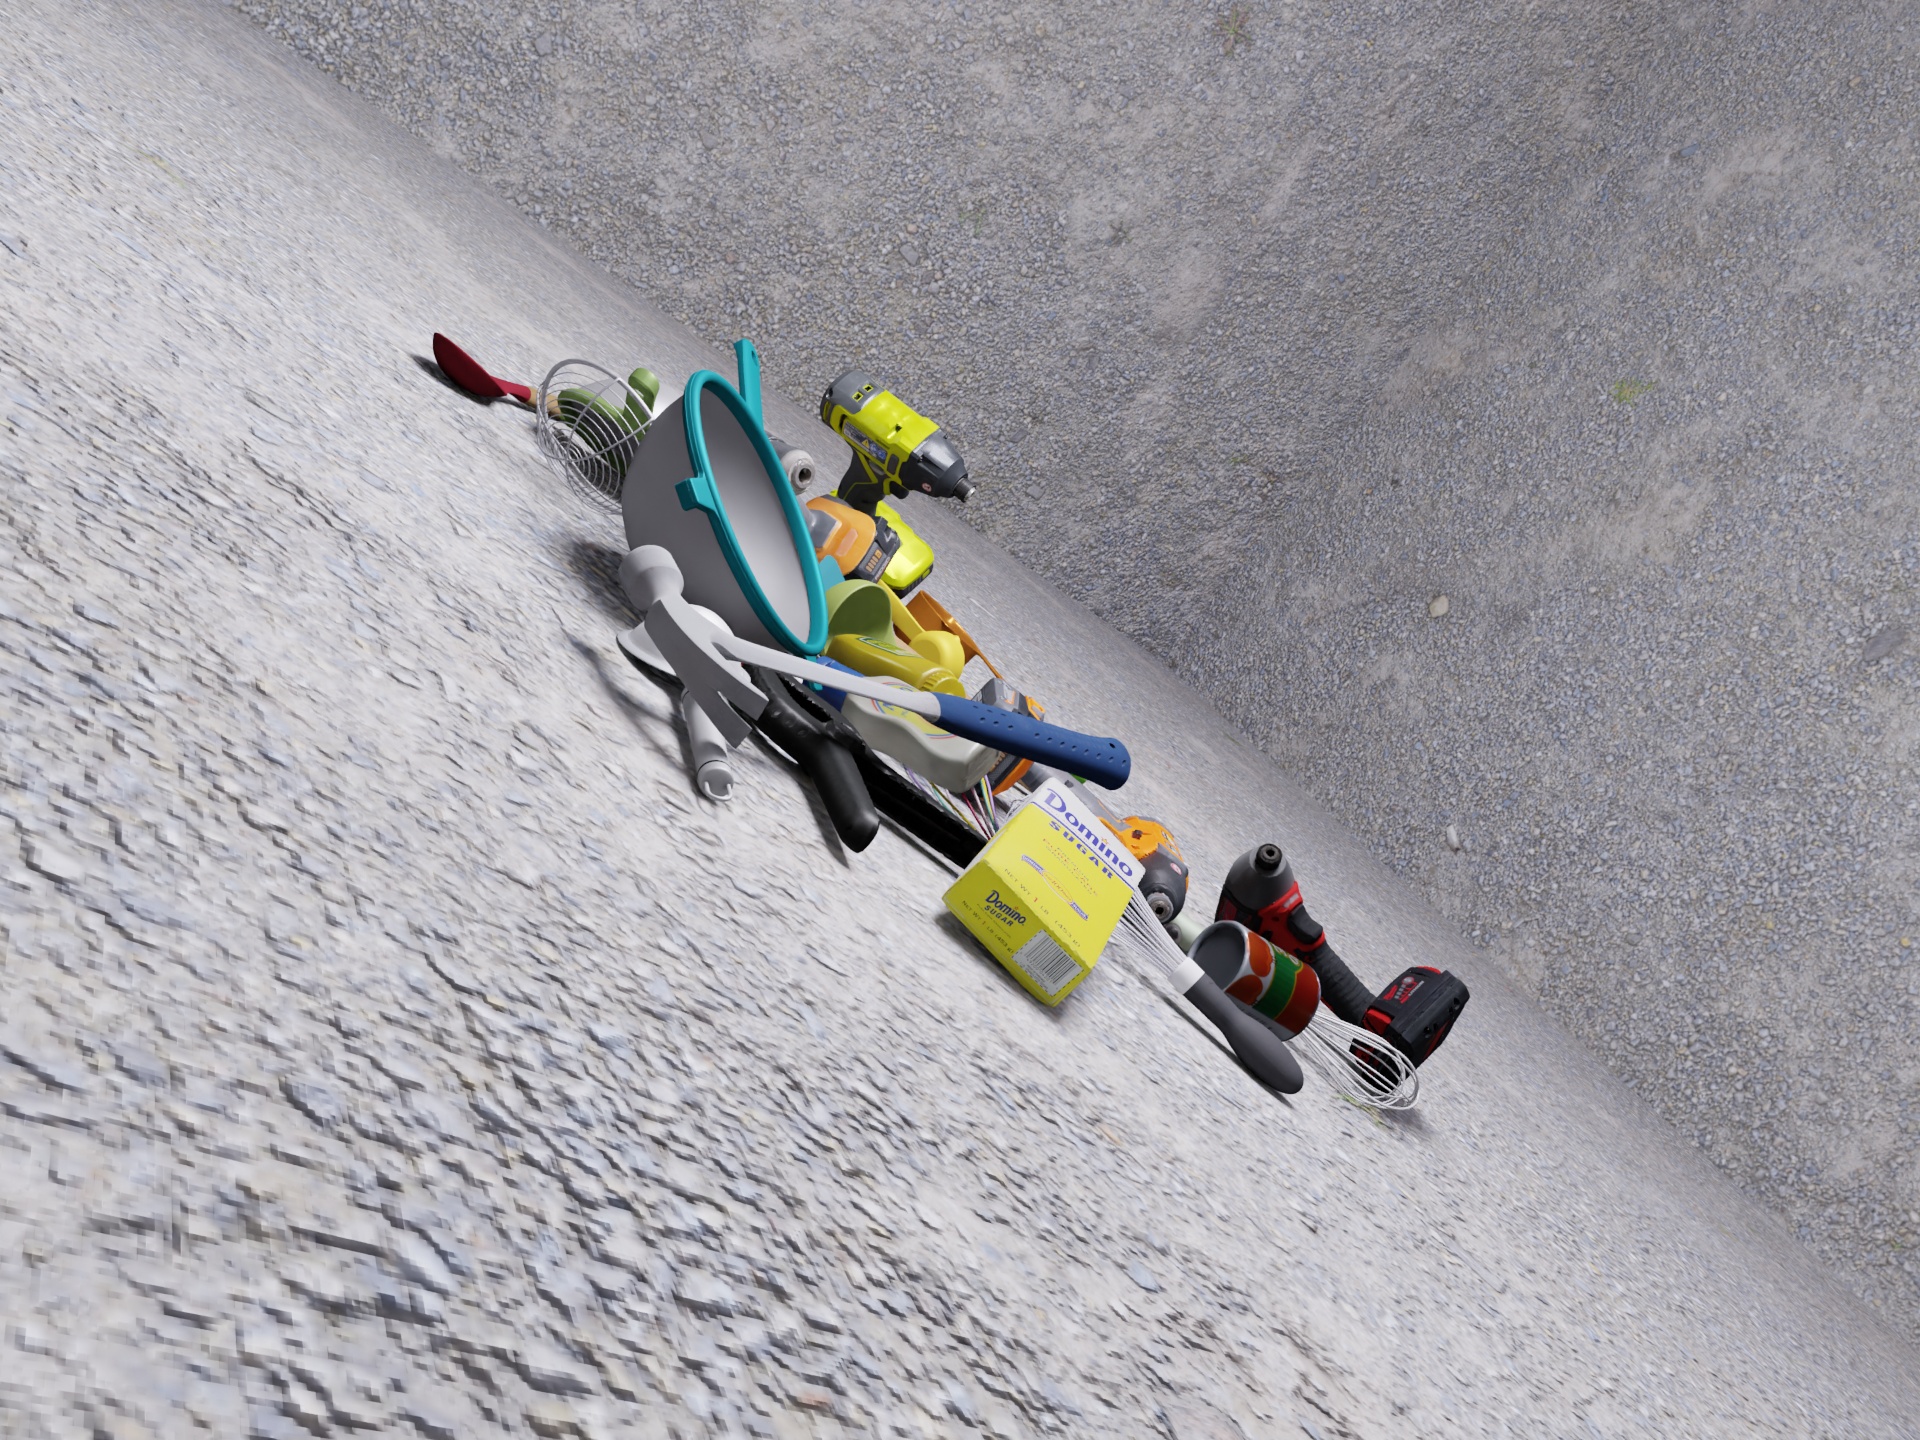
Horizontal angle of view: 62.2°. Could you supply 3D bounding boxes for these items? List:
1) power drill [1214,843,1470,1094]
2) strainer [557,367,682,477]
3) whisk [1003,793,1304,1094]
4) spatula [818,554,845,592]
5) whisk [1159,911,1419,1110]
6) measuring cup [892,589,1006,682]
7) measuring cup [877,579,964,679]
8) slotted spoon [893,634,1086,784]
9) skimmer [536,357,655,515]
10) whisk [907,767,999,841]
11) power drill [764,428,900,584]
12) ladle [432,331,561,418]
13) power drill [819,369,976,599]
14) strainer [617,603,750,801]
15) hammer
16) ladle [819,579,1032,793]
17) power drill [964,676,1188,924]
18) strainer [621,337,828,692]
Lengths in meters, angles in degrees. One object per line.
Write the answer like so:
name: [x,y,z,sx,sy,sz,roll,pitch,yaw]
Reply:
power drill: [0.311,0.199,1.347,0.220,0.078,0.143,42,-27,26]
strainer: [-0.253,-0.258,1.313,0.151,0.069,0.256,37,-14,-7]
whisk: [0.137,0.158,1.128,0.285,0.070,0.070,45,11,11]
spatula: [-0.017,-0.021,1.419,0.317,0.044,0.082,38,34,-10]
whisk: [0.260,0.228,1.270,0.246,0.057,0.059,36,39,14]
measuring cup: [0.000,-0.053,1.625,0.173,0.052,0.095,48,8,-5]
measuring cup: [-0.057,-0.092,1.527,0.157,0.062,0.029,49,24,21]
slotted spoon: [-0.014,-0.029,1.469,0.313,0.031,0.070,39,-10,-5]
skimmer: [-0.201,-0.171,1.309,0.127,0.090,0.363,5,-15,36]
whisk: [0.022,0.077,1.120,0.047,0.051,0.245,38,11,-36]
power drill: [-0.151,-0.200,1.473,0.185,0.084,0.226,23,-12,44]
ladle: [-0.373,-0.284,1.403,0.069,0.031,0.315,38,8,10]
power drill: [-0.072,-0.224,1.592,0.171,0.080,0.223,39,-30,10]
strainer: [-0.153,-0.017,0.933,0.086,0.050,0.259,16,21,-22]
hammer: [-0.026,-0.006,1.014,0.405,0.035,0.144,17,28,-44]
ladle: [-0.002,-0.004,1.371,0.320,0.078,0.062,41,-7,-19]
power drill: [0.091,0.074,1.272,0.226,0.084,0.164,40,10,-9]
strainer: [-0.184,-0.172,1.158,0.341,0.095,0.210,-101,166,-47]
